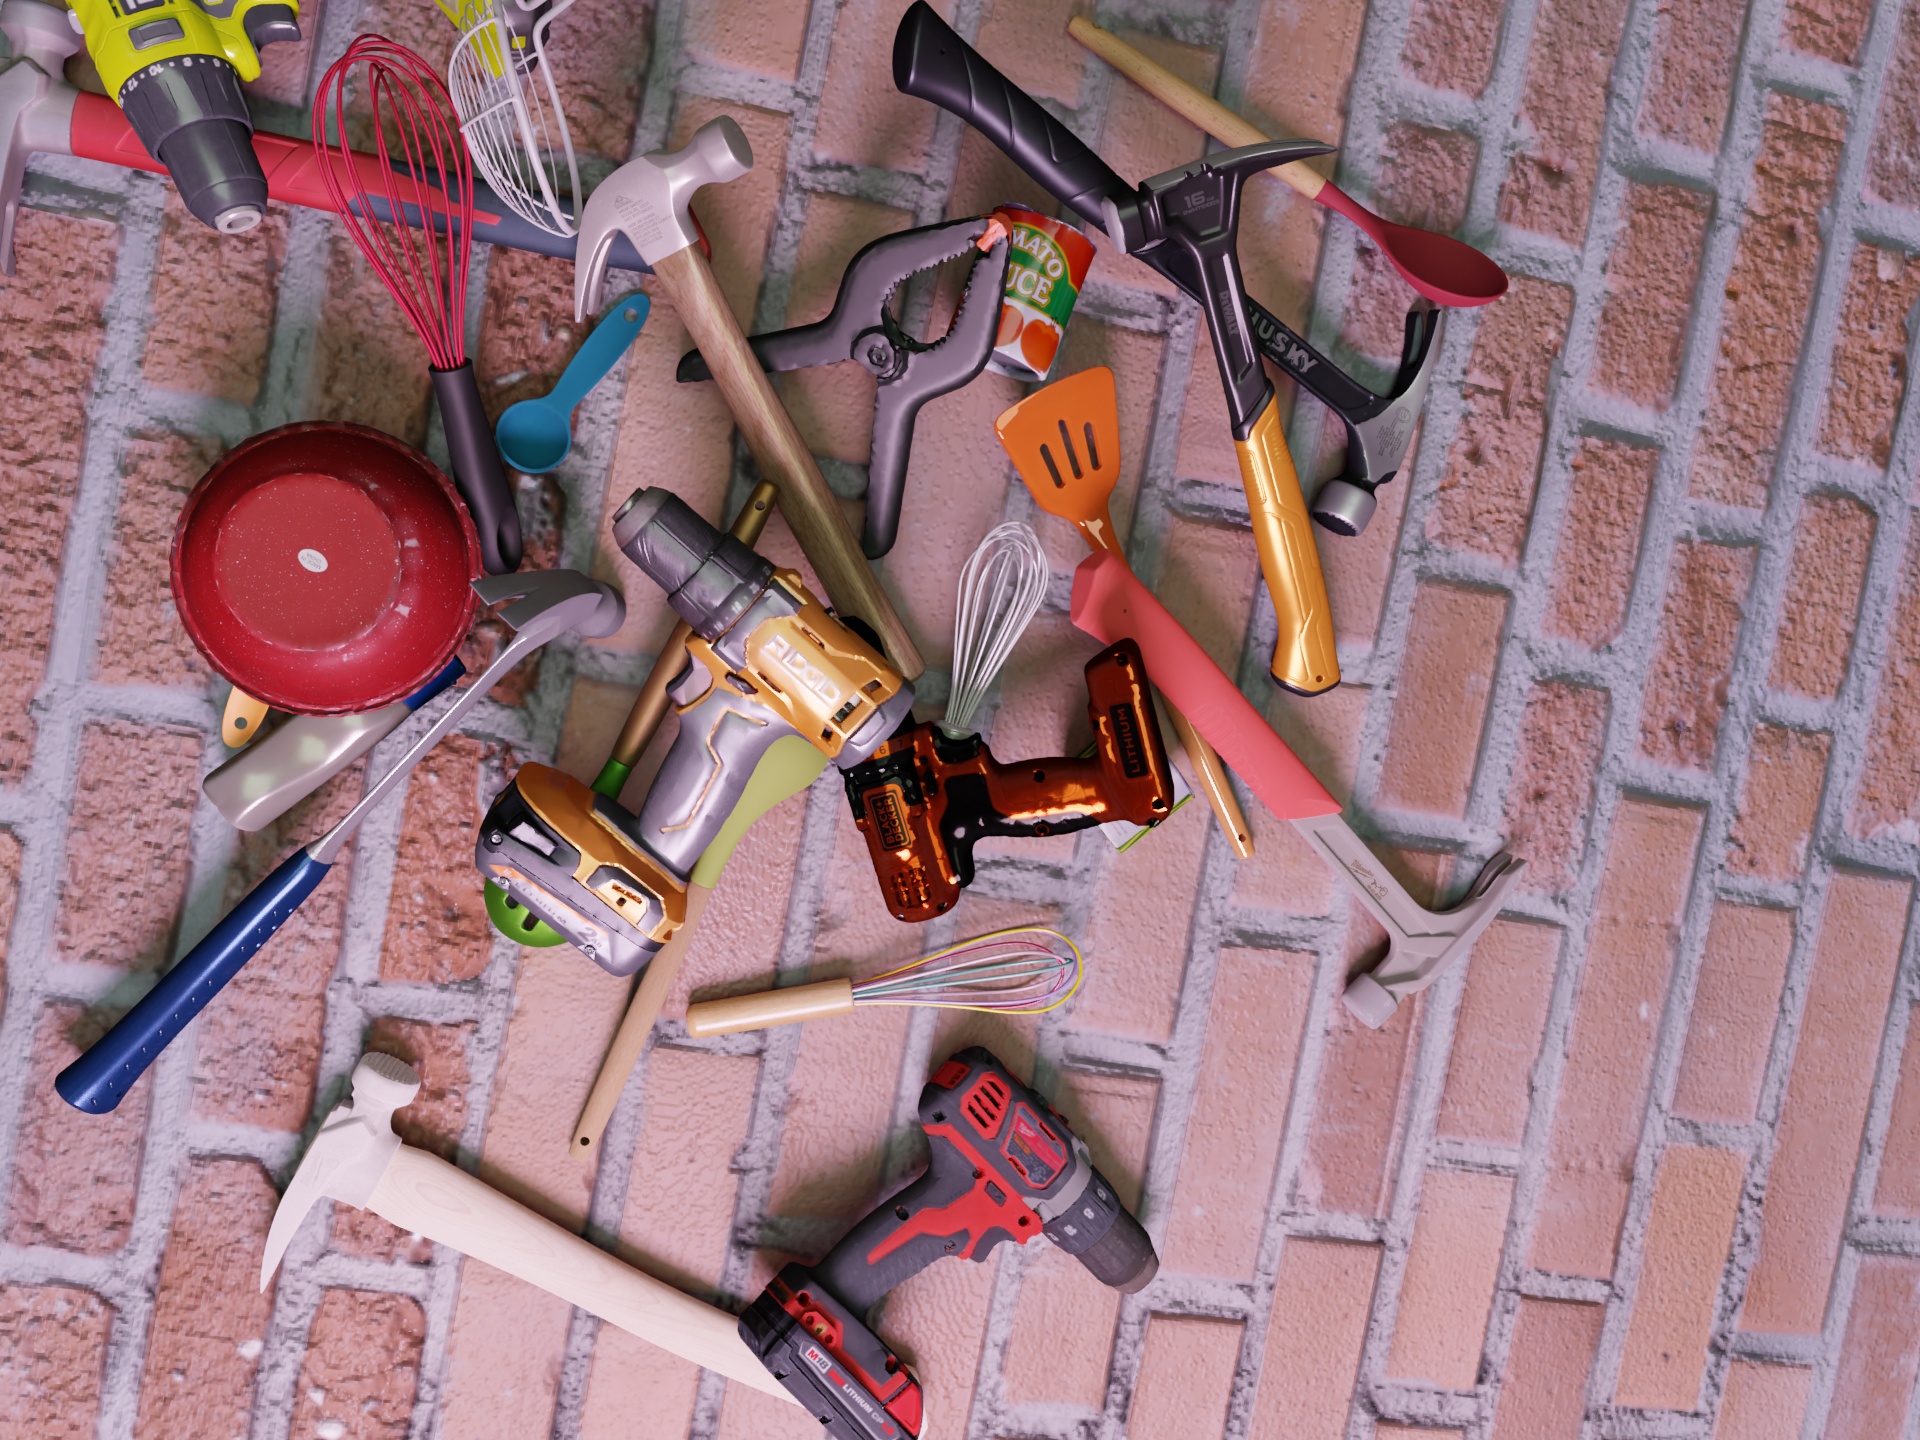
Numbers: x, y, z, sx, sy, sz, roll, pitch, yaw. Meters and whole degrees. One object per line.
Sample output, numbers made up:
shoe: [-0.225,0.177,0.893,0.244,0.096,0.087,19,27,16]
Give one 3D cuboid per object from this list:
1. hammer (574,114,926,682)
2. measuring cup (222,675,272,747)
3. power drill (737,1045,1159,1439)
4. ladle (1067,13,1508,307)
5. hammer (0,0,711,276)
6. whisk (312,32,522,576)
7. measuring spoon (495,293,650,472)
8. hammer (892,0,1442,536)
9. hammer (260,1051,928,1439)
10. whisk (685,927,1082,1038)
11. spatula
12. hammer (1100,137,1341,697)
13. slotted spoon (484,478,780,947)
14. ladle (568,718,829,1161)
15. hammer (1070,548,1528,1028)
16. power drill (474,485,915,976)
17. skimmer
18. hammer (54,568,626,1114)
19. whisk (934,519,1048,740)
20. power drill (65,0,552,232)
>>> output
hammer: [-0.109,-0.160,0.909,0.130,0.031,0.331,-19,112,22]
measuring cup: [-0.369,-0.067,0.892,0.095,0.052,0.173,23,92,-11]
power drill: [0.000,0.336,0.960,0.188,0.080,0.227,48,71,-9]
ladle: [0.201,-0.342,0.981,0.315,0.031,0.069,31,46,-7]
hammer: [-0.334,-0.283,0.888,0.386,0.038,0.143,10,94,-11]
whisk: [-0.277,-0.207,0.846,0.073,0.073,0.295,-11,124,-9]
measuring spoon: [-0.223,-0.197,0.929,0.042,0.021,0.128,37,78,-11]
hammer: [0.127,-0.272,0.923,0.408,0.036,0.149,31,85,-26]
hammer: [-0.207,0.355,0.960,0.410,0.038,0.146,30,90,-11]
whisk: [-0.044,0.168,0.972,0.245,0.051,0.047,-8,101,-6]
spatula: [0.117,-0.056,0.984,0.081,0.041,0.322,-27,99,-8]
hammer: [0.184,-0.163,0.933,0.127,0.034,0.336,-19,118,0]
slotted spoon: [-0.185,0.000,0.916,0.070,0.031,0.314,28,97,-14]
ladle: [-0.164,0.117,0.953,0.078,0.062,0.320,24,97,-8]
hammer: [0.202,0.026,0.989,0.149,0.037,0.359,-45,106,-5]
power drill: [-0.163,0.003,0.856,0.185,0.084,0.226,43,97,-16]
skimmer: [-0.151,-0.411,0.842,0.090,0.127,0.363,23,67,18]
hammer: [-0.350,0.065,0.879,0.035,0.144,0.405,45,93,4]
whisk: [-0.002,-0.003,0.965,0.059,0.058,0.246,12,98,-47]
power drill: [-0.338,-0.373,0.834,0.228,0.080,0.190,-25,91,-18]
